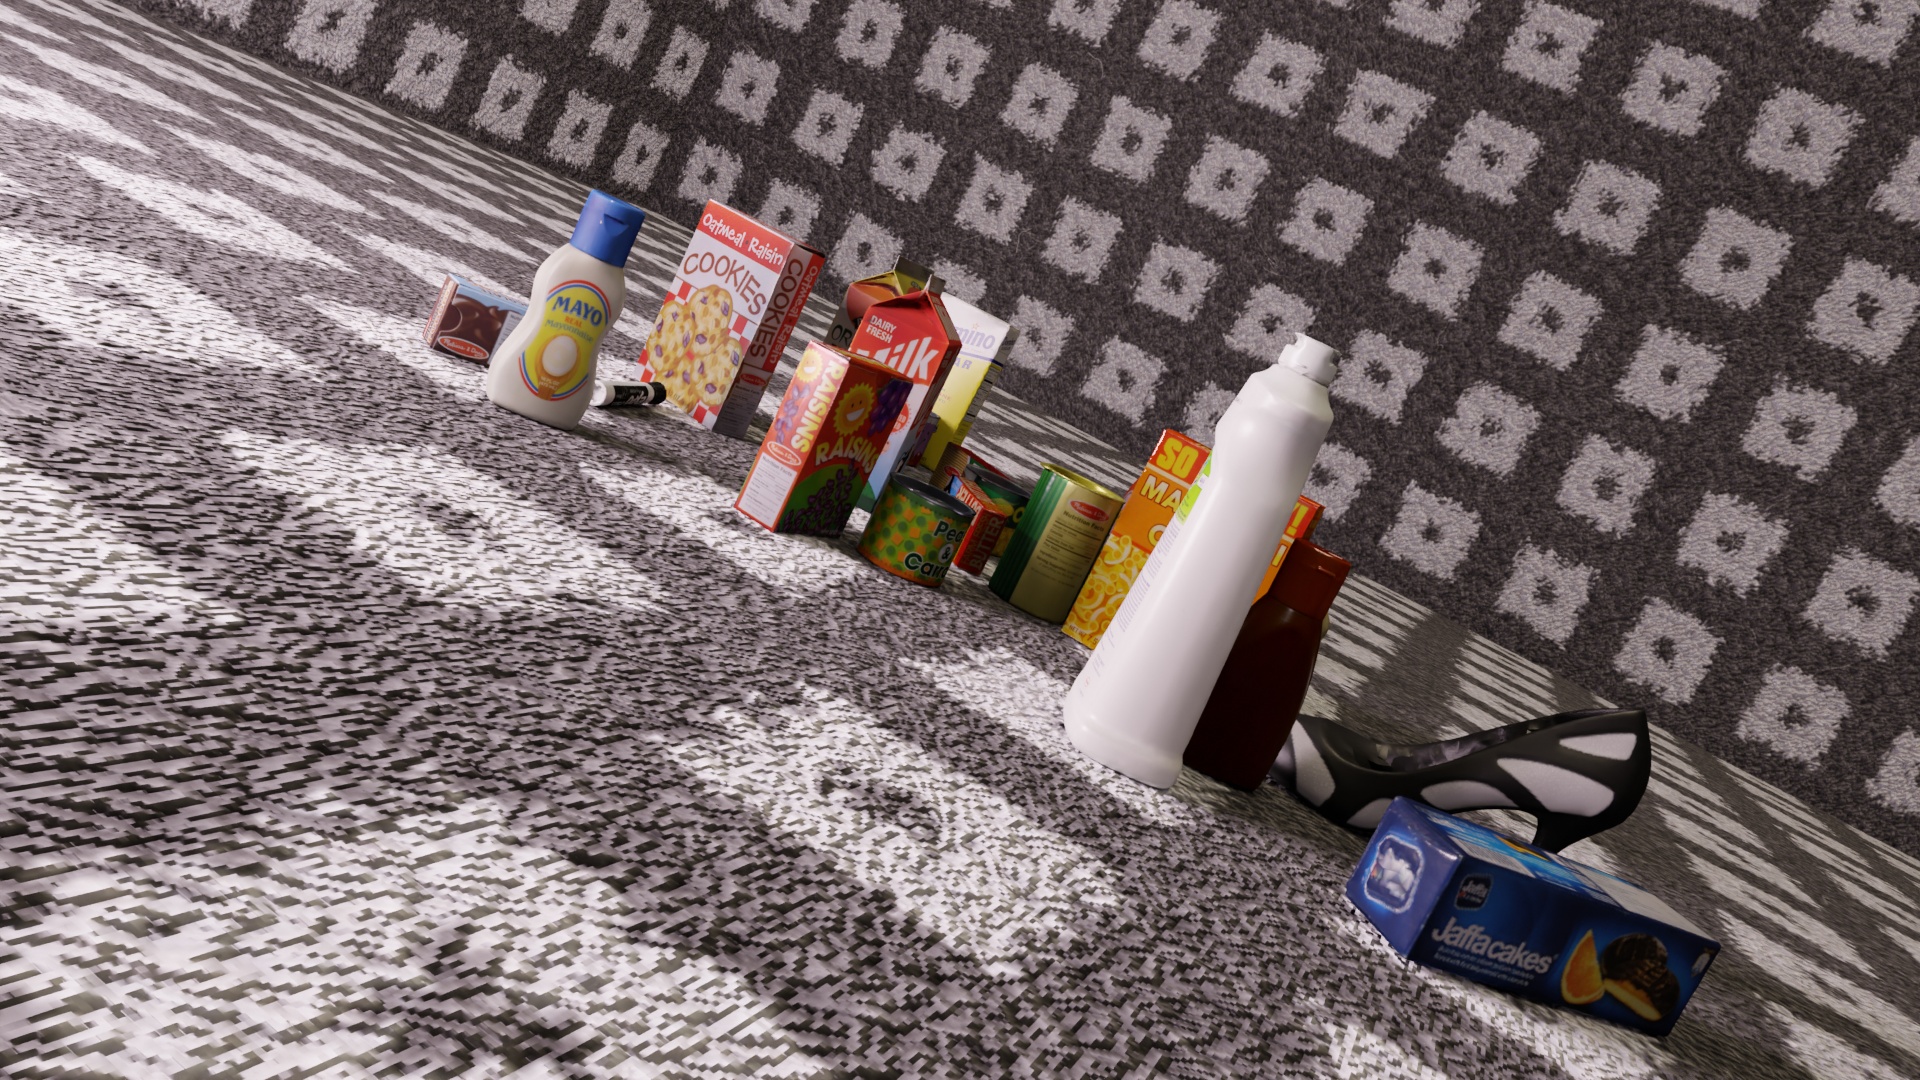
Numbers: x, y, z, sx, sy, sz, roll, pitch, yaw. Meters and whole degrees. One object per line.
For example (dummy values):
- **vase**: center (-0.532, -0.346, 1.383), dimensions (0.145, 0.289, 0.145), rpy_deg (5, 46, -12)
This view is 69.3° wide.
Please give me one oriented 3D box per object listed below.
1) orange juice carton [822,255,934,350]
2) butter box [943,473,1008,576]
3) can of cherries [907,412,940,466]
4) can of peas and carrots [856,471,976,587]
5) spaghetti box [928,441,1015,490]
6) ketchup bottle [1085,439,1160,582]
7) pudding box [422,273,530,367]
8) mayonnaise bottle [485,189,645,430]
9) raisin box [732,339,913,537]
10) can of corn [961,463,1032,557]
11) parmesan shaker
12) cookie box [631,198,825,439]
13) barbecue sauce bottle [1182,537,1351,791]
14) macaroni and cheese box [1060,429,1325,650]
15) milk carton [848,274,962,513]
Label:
- **orange juice carton**: center (-0.080, -0.165, 1.266), dimensions (0.073, 0.192, 0.072), rpy_deg (30, 10, 25)
- **butter box**: center (0.004, -0.014, 1.099), dimensions (0.024, 0.053, 0.104), rpy_deg (23, 10, -20)
- **can of cherries**: center (-0.065, -0.117, 1.451), dimensions (0.071, 0.058, 0.071), rpy_deg (25, 10, -4)
- **can of peas and carrots**: center (-0.029, -0.006, 0.960), dimensions (0.071, 0.058, 0.071), rpy_deg (25, 10, -4)
- **spaghetti box**: center (0.042, -0.027, 1.274), dimensions (0.029, 0.050, 0.251), rpy_deg (20, 11, -34)
- **ketchup bottle**: center (0.163, -0.018, 1.243), dimensions (0.043, 0.148, 0.065), rpy_deg (22, 10, -22)
- **pudding box**: center (-0.325, -0.147, 0.970), dimensions (0.084, 0.049, 0.030), rpy_deg (18, 12, -40)
- **mayonnaise bottle**: center (-0.246, -0.147, 0.882), dimensions (0.065, 0.147, 0.041), rpy_deg (21, 10, -28)
- **raisin box**: center (-0.089, -0.065, 0.923), dimensions (0.040, 0.123, 0.086), rpy_deg (30, 10, 25)
- **can of corn**: center (0.025, -0.024, 1.192), dimensions (0.071, 0.058, 0.071), rpy_deg (25, 10, -4)
- **parmesan shaker**: center (0.069, 0.001, 1.039), dimensions (0.071, 0.103, 0.071), rpy_deg (25, 9, -4)
- **cookie box**: center (-0.194, -0.186, 1.158), dimensions (0.123, 0.167, 0.040), rpy_deg (33, 11, 37)
- **barbecue sauce bottle**: center (0.181, 0.071, 0.823), dimensions (0.065, 0.148, 0.044), rpy_deg (25, 9, -7)
- **macaroni and cheese box**: center (0.165, 0.022, 0.989), dimensions (0.124, 0.166, 0.040), rpy_deg (30, 10, 20)
- **milk carton**: center (-0.057, -0.125, 1.119), dimensions (0.073, 0.190, 0.072), rpy_deg (27, 9, 4)
